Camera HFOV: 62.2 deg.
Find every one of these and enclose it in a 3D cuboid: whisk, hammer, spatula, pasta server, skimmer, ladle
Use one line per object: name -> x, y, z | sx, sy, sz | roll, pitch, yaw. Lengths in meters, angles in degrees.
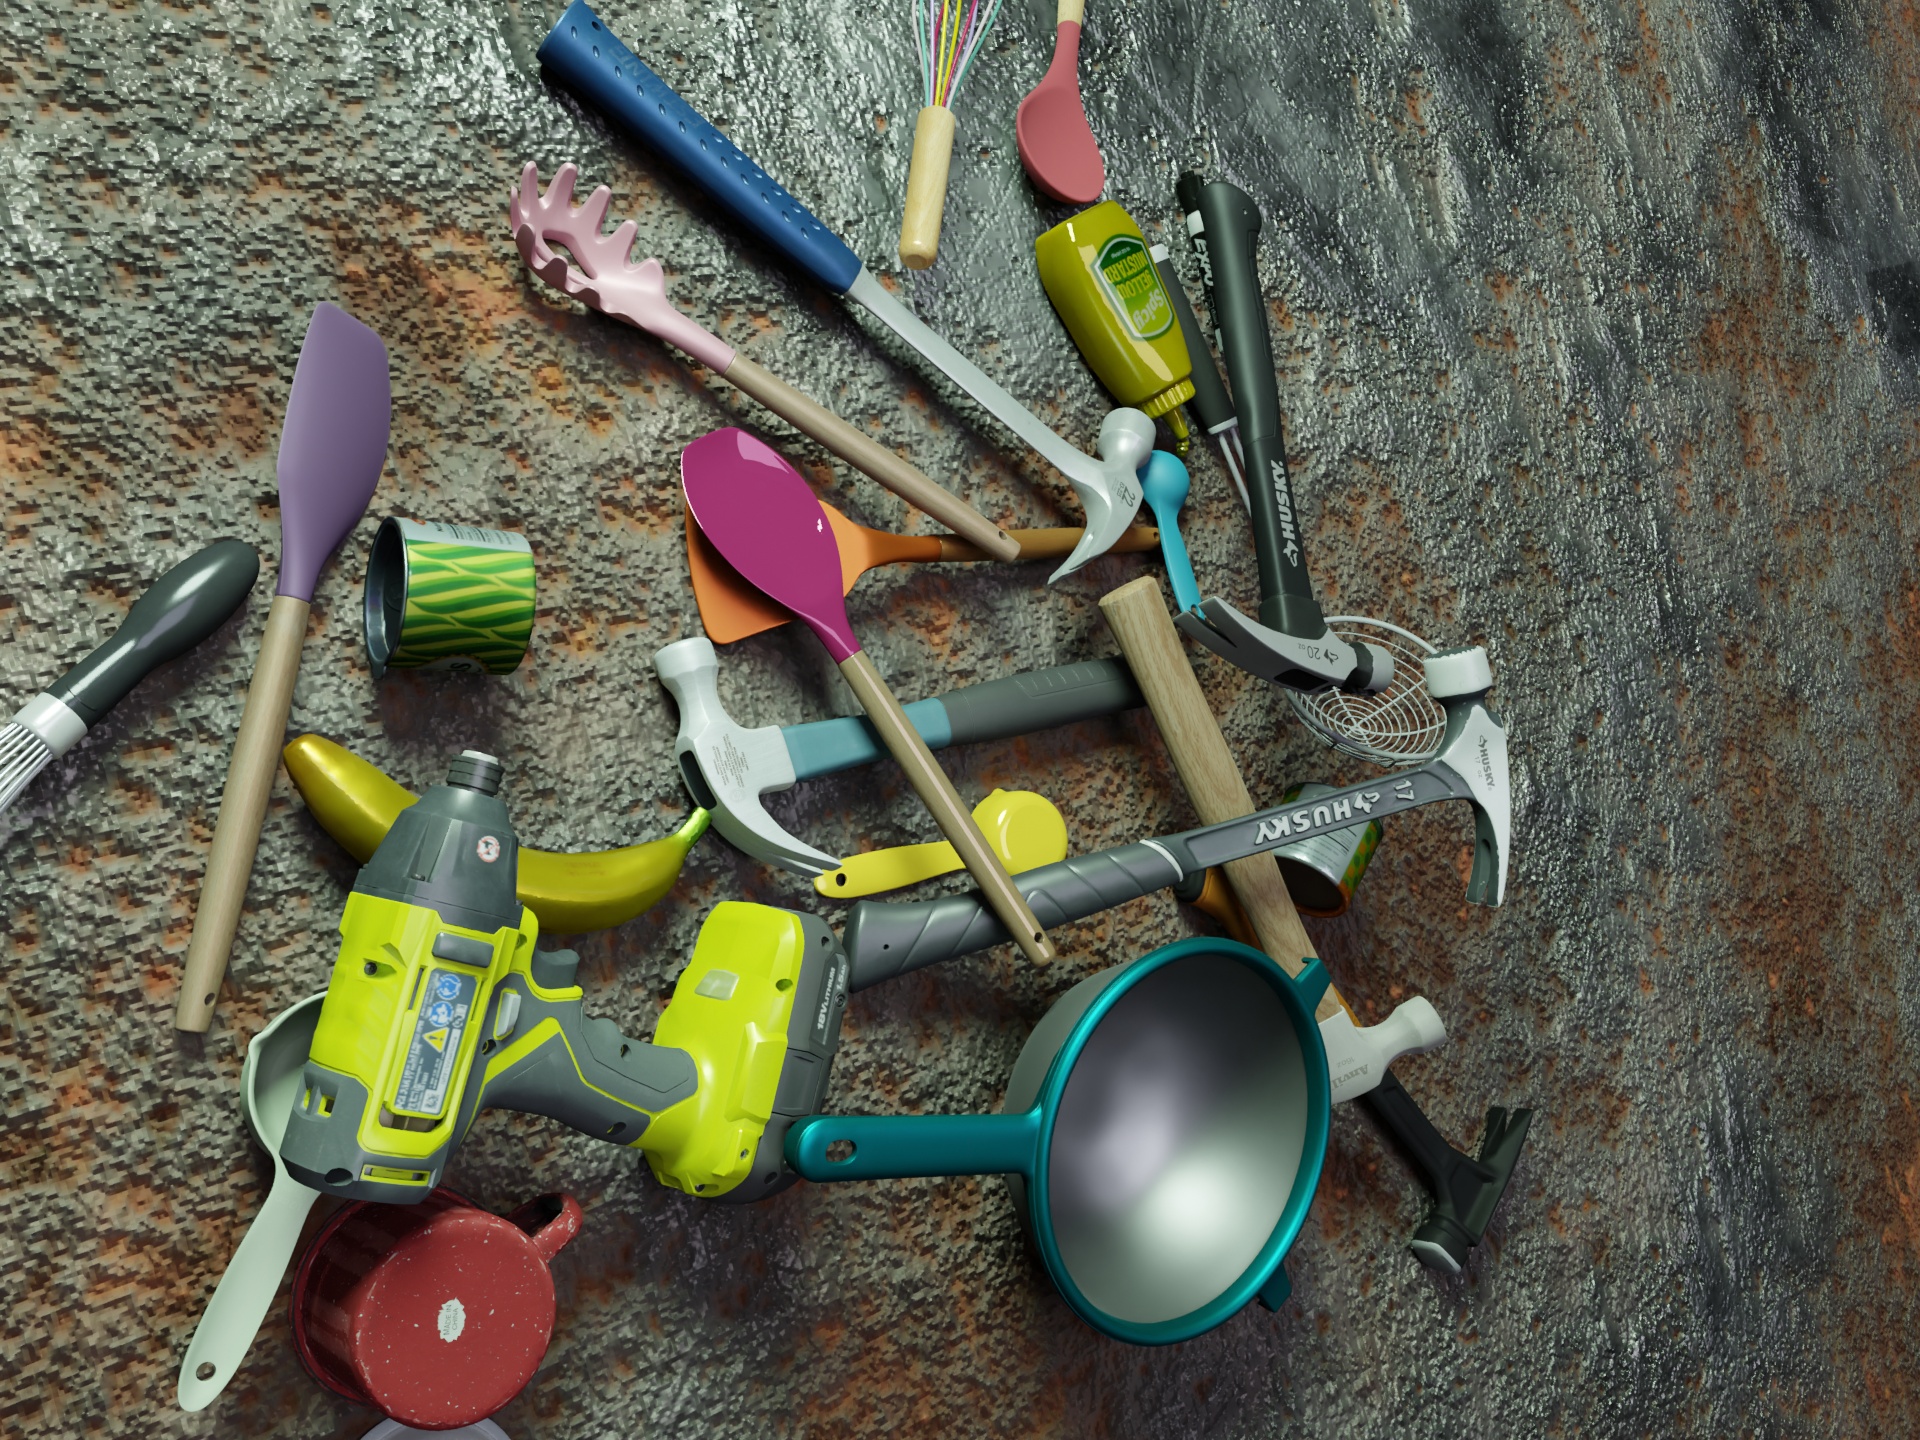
whisk -> -0.370, 0.025, 0.602 | 0.070, 0.070, 0.285 | 48, 55, -18
hammer -> 0.128, 0.076, 0.871 | 0.409, 0.036, 0.149 | -15, 94, -17
spatula -> -0.290, -0.026, 0.680 | 0.059, 0.018, 0.316 | 35, 60, -63
hammer -> 0.160, 0.074, 0.920 | 0.130, 0.031, 0.331 | -27, 98, -6
pasta server -> -0.093, -0.172, 0.819 | 0.316, 0.040, 0.060 | 32, 50, -19
hammer -> -0.001, -0.003, 0.867 | 0.331, 0.033, 0.128 | -12, 82, -37
whisk -> -0.009, -0.357, 0.908 | 0.051, 0.047, 0.245 | 16, 65, -21
hammer -> -0.052, -0.230, 0.863 | 0.405, 0.035, 0.144 | 36, 48, -22
hammer -> 0.176, -0.179, 0.959 | 0.146, 0.035, 0.335 | 9, 67, -34
spatula -> -0.002, -0.096, 0.896 | 0.322, 0.041, 0.081 | -8, 85, -39
hammer -> 0.245, 0.193, 1.005 | 0.336, 0.034, 0.127 | 50, 59, -17
skimmer -> 0.211, -0.139, 1.006 | 0.127, 0.090, 0.363 | -29, 98, -34
ladle -> 0.070, -0.462, 1.008 | 0.069, 0.031, 0.316 | 17, 71, -34

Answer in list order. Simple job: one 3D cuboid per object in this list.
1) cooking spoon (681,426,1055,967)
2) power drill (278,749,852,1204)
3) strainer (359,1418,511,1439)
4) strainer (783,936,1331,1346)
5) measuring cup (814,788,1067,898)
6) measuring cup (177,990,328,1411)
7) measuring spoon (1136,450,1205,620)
cooking spoon -> -0.043, -0.010, 0.808 | 0.069, 0.017, 0.319 | -34, 91, -37
power drill -> -0.156, 0.120, 0.676 | 0.223, 0.080, 0.171 | 24, 74, -45
strainer -> -0.163, 0.340, 0.696 | 0.258, 0.050, 0.087 | 13, 60, -36
strainer -> 0.044, 0.207, 0.818 | 0.340, 0.095, 0.211 | 9, 88, -35
measuring cup -> -0.006, 0.073, 0.856 | 0.156, 0.029, 0.062 | -9, 87, -36
measuring cup -> -0.273, 0.190, 0.643 | 0.083, 0.038, 0.168 | 31, 64, -24
measuring spoon -> 0.136, -0.113, 0.971 | 0.042, 0.021, 0.129 | 9, 59, -38
